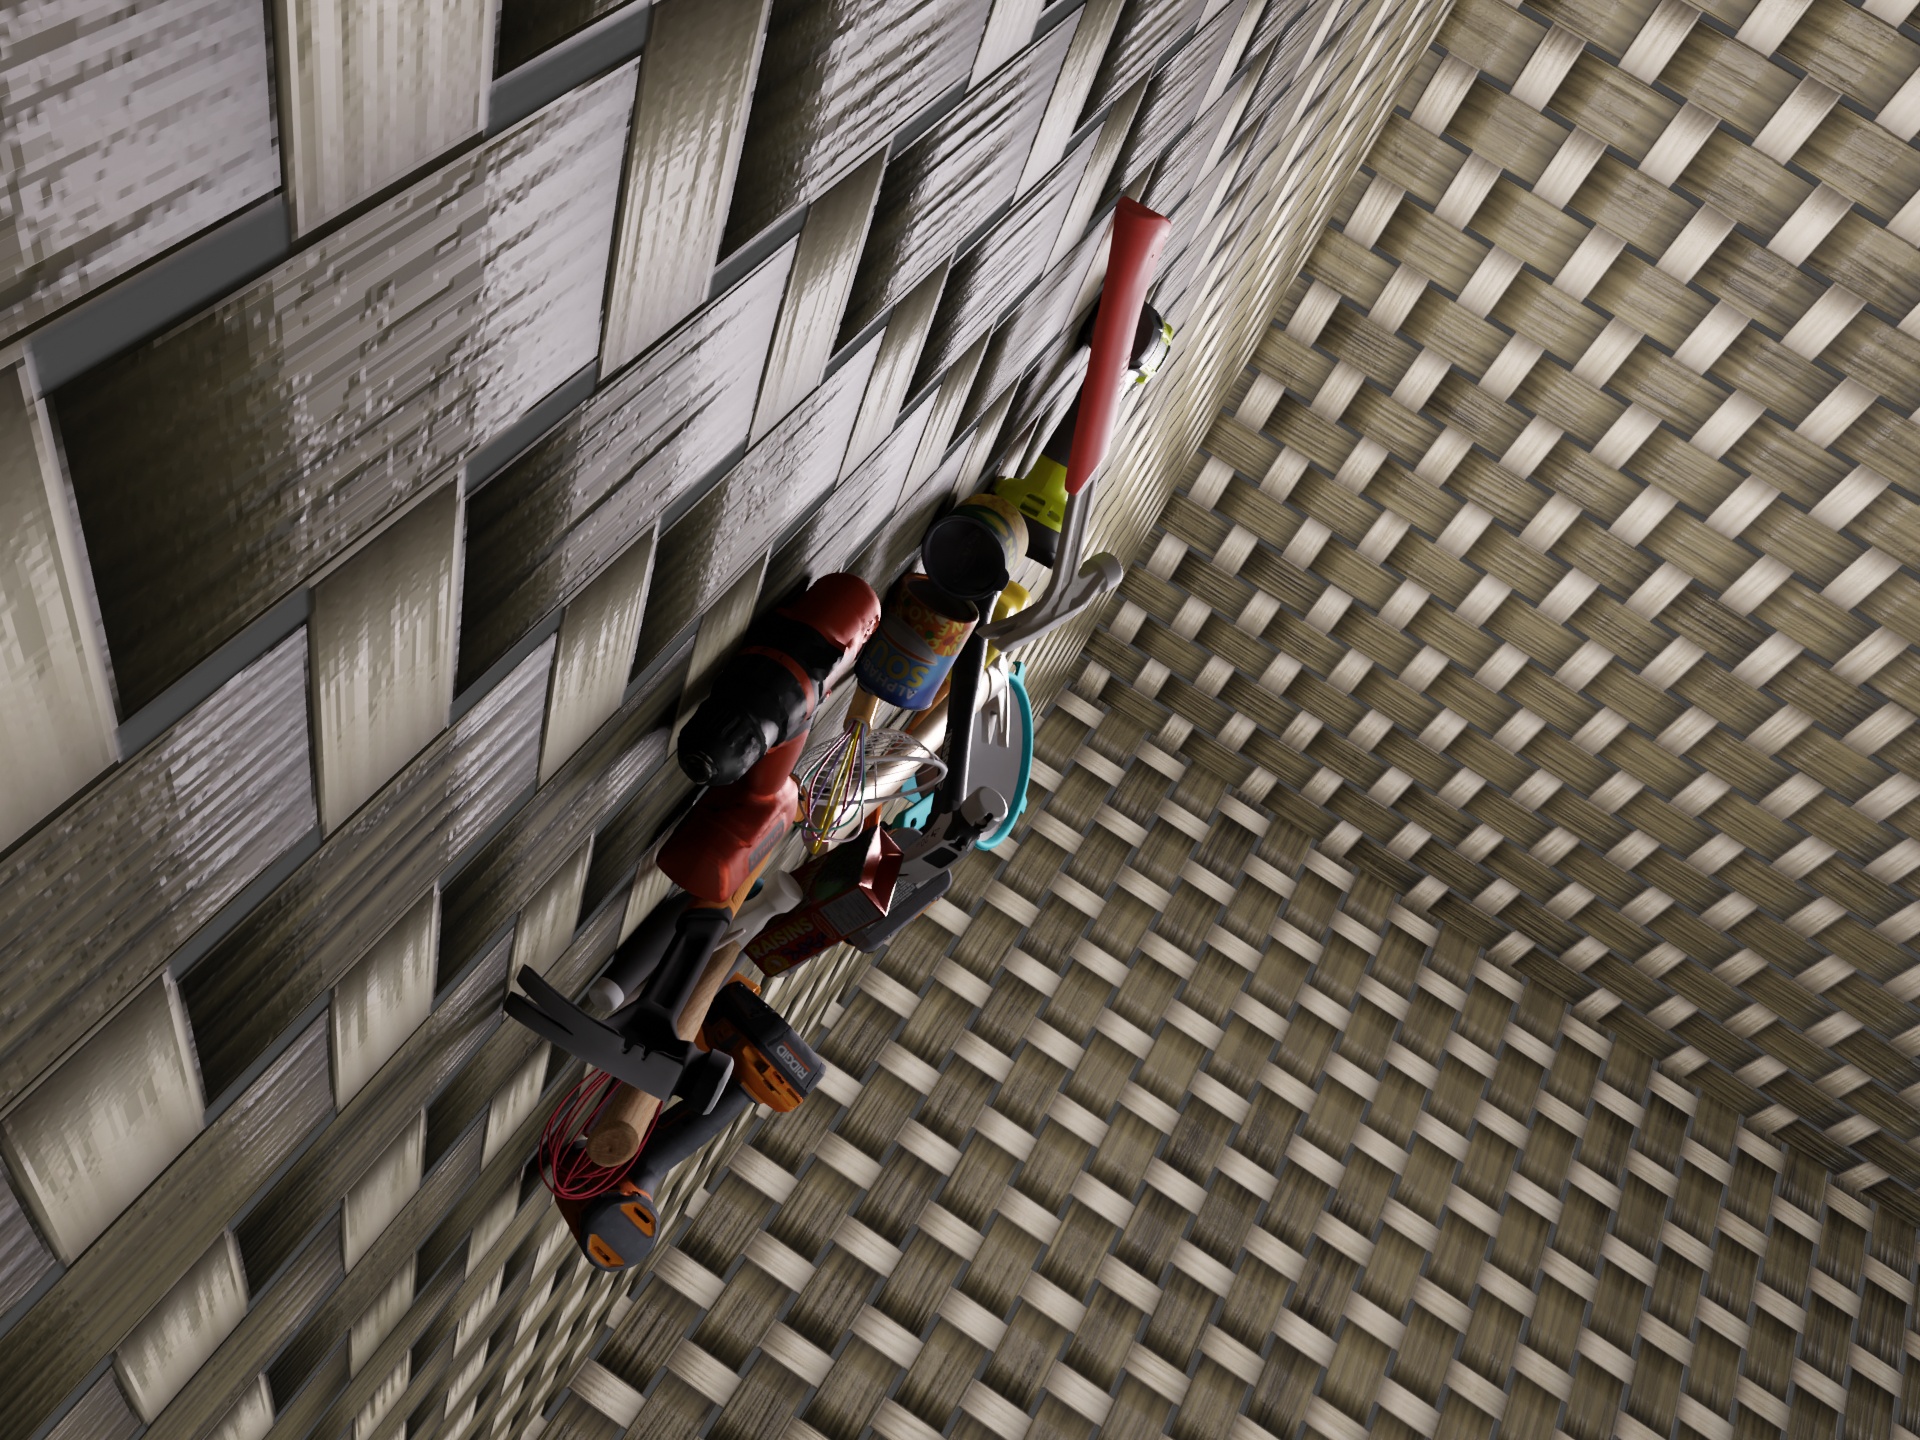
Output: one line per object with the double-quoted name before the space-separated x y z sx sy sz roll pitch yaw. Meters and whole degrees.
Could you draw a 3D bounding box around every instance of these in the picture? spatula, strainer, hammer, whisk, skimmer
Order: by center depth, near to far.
"hammer" -0.162 0.111 0.999 0.034 0.127 0.337 -61 -177 25
"hammer" -0.194 0.208 1.102 0.130 0.031 0.331 -40 -171 15
"whisk" -0.082 0.019 1.160 0.245 0.051 0.047 -77 163 -59
"skimmer" -0.135 0.112 1.172 0.127 0.090 0.363 -23 -163 40
"hammer" 0.094 -0.214 1.192 0.149 0.037 0.358 -31 146 -35
"whisk" -0.229 0.247 1.243 0.296 0.073 0.073 -55 175 -38
"hammer" -0.002 -0.004 1.387 0.146 0.035 0.335 -42 -153 38
"hammer" -0.044 0.037 1.601 0.411 0.038 0.146 -43 137 -55
"spatula" -0.033 0.002 1.722 0.323 0.041 0.081 -56 -178 -26
"strainer" -0.023 0.061 1.816 0.340 0.095 0.211 -33 126 -58
"spatula" -0.073 0.088 1.865 0.082 0.044 0.317 -51 175 14

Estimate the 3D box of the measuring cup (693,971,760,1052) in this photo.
"measuring cup" -0.243 0.290 1.478 0.095 0.052 0.173 -52 175 -44

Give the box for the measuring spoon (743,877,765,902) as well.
"measuring spoon" -0.195 0.144 1.251 0.042 0.021 0.128 -43 171 20

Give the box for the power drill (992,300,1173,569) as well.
"power drill" 0.106 -0.244 1.343 0.223 0.080 0.171 -61 173 12

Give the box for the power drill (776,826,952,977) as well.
"power drill" -0.112 0.190 1.601 0.185 0.084 0.226 -38 -179 -18

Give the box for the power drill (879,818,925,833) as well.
"power drill" -0.104 0.178 1.856 0.188 0.080 0.226 -39 179 9

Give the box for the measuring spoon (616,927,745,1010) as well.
"measuring spoon" -0.196 0.178 1.122 0.124 0.018 0.034 -30 -177 23

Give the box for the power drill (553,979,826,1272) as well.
"power drill" -0.232 0.319 1.282 0.226 0.084 0.164 -43 -156 -15
